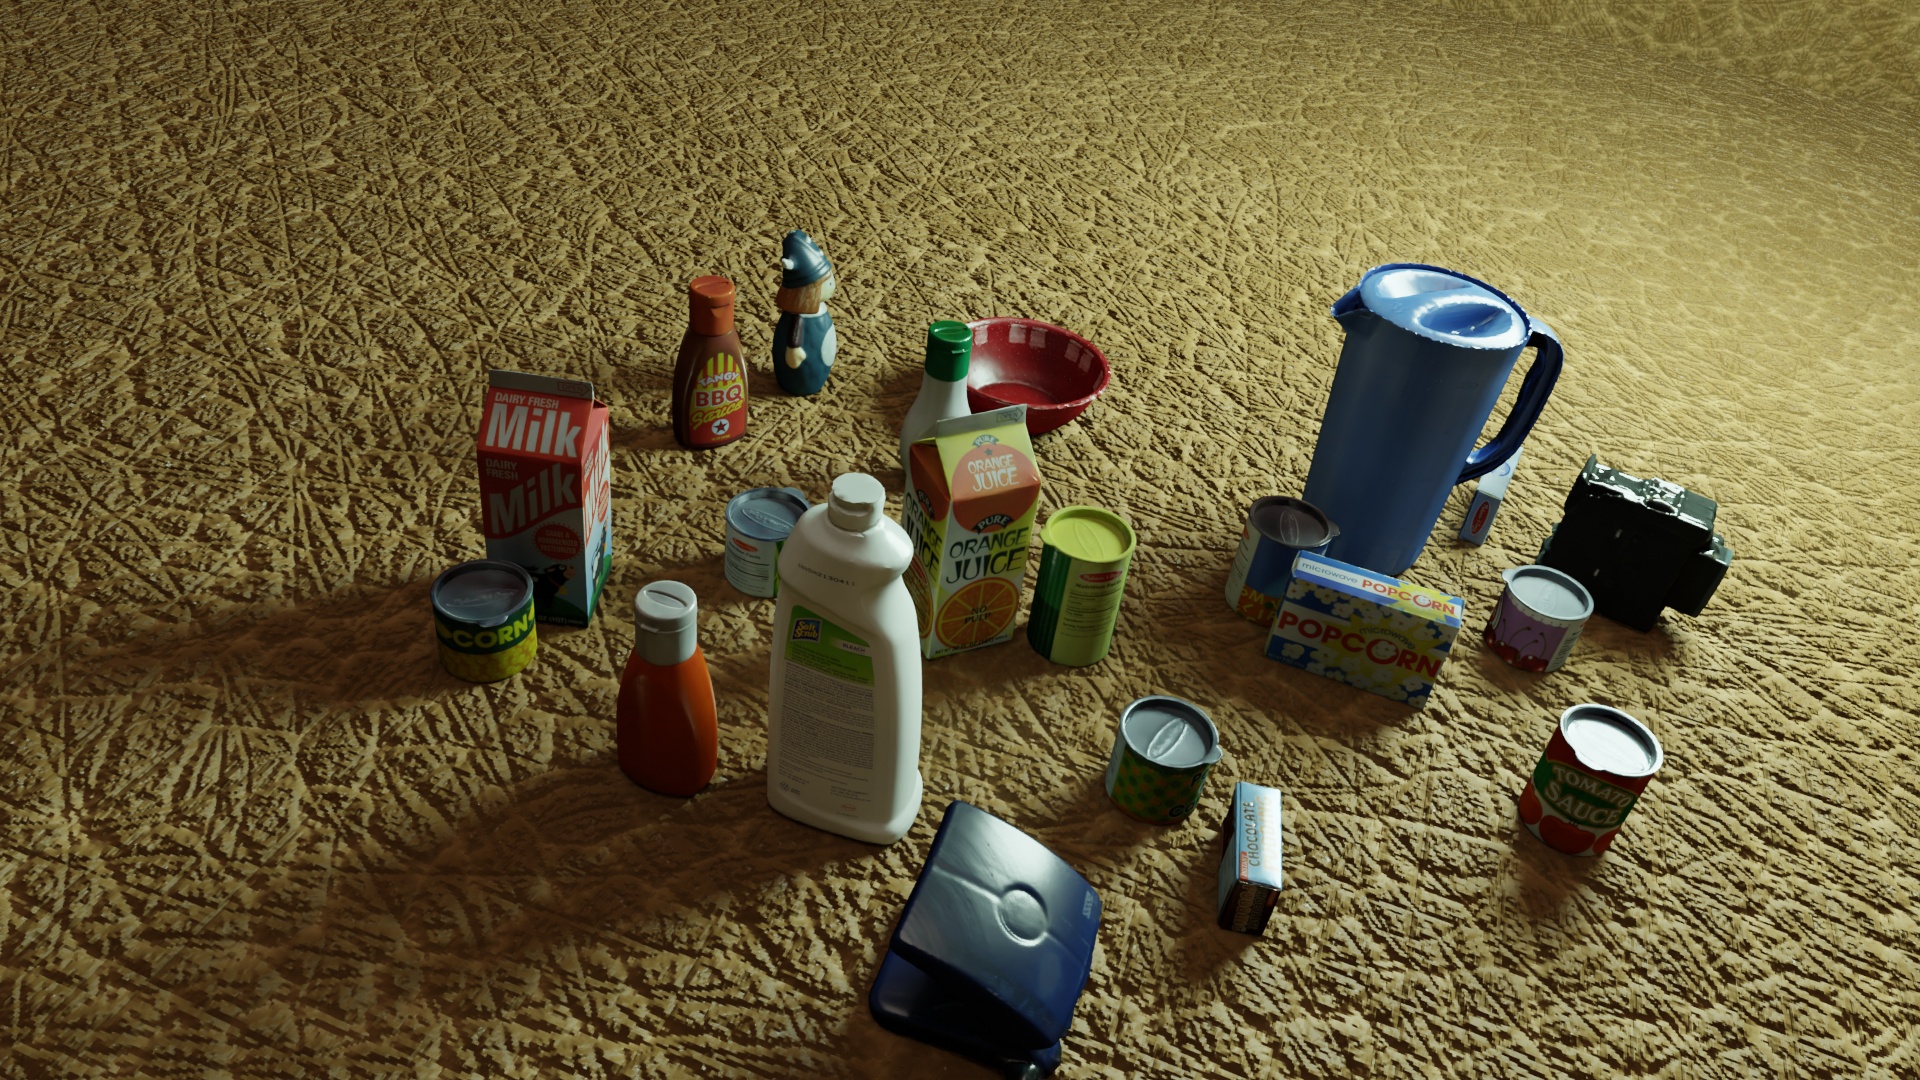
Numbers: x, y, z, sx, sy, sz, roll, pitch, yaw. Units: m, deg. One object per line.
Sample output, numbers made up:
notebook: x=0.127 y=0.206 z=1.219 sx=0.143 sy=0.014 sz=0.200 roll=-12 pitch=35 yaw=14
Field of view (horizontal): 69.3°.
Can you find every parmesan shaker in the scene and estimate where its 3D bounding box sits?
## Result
parmesan shaker: x=0.085 y=0.034 z=1.028 sx=0.071 sy=0.102 sz=0.072 roll=6 pitch=38 yaw=-4

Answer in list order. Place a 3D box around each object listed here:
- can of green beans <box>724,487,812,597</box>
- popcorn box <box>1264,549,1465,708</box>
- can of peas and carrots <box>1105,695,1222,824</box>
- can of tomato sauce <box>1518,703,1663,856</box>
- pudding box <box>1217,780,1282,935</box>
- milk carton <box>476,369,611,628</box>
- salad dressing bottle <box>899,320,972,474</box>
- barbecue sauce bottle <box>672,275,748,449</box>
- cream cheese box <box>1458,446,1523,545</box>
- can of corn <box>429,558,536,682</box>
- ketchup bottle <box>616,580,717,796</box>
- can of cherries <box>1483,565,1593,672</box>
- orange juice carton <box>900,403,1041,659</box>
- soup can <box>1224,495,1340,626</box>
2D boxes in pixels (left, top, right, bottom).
can of green beans: x=-0.147 y=0.002 z=1.062 sx=0.071 sy=0.057 sz=0.071 roll=6 pitch=38 yaw=-4
popcorn box: x=0.302 y=0.066 z=1.045 sx=0.127 sy=0.084 sz=0.038 roll=18 pitch=39 yaw=12
can of peas and carrots: x=0.136 y=0.148 z=0.929 sx=0.071 sy=0.058 sz=0.071 roll=6 pitch=38 yaw=-4
can of tomato sauce: x=0.426 y=0.165 z=0.945 sx=0.071 sy=0.082 sz=0.071 roll=6 pitch=38 yaw=-4
pudding box: x=0.183 y=0.200 z=0.879 sx=0.030 sy=0.049 sz=0.084 roll=11 pitch=38 yaw=3
milk carton: x=-0.289 y=-0.035 z=0.973 sx=0.072 sy=0.189 sz=0.074 roll=7 pitch=38 yaw=-2
salad dressing bottle: x=-0.016 y=-0.111 z=1.159 sx=0.064 sy=0.146 sz=0.044 roll=-8 pitch=41 yaw=-20
barbecue sauce bottle: x=-0.210 y=-0.149 z=1.168 sx=0.065 sy=0.147 sz=0.044 roll=-15 pitch=44 yaw=-28
cream cheese box: x=0.476 y=-0.044 z=1.246 sx=0.024 sy=0.053 sz=0.104 roll=24 pitch=40 yaw=18
can of corn: x=-0.326 y=0.057 z=0.955 sx=0.071 sy=0.058 sz=0.071 roll=6 pitch=38 yaw=-4
ketchup bottle: x=-0.183 y=0.093 z=0.864 sx=0.065 sy=0.148 sz=0.044 roll=19 pitch=39 yaw=13
can of cherries: x=0.456 y=0.061 z=1.104 sx=0.071 sy=0.058 sz=0.072 roll=6 pitch=38 yaw=-4
orange juice carton: x=0.004 y=-0.013 z=1.000 sx=0.072 sy=0.191 sz=0.073 roll=-11 pitch=42 yaw=-24
soup can: x=0.253 y=0.017 z=1.099 sx=0.071 sy=0.083 sz=0.072 roll=6 pitch=38 yaw=-4
